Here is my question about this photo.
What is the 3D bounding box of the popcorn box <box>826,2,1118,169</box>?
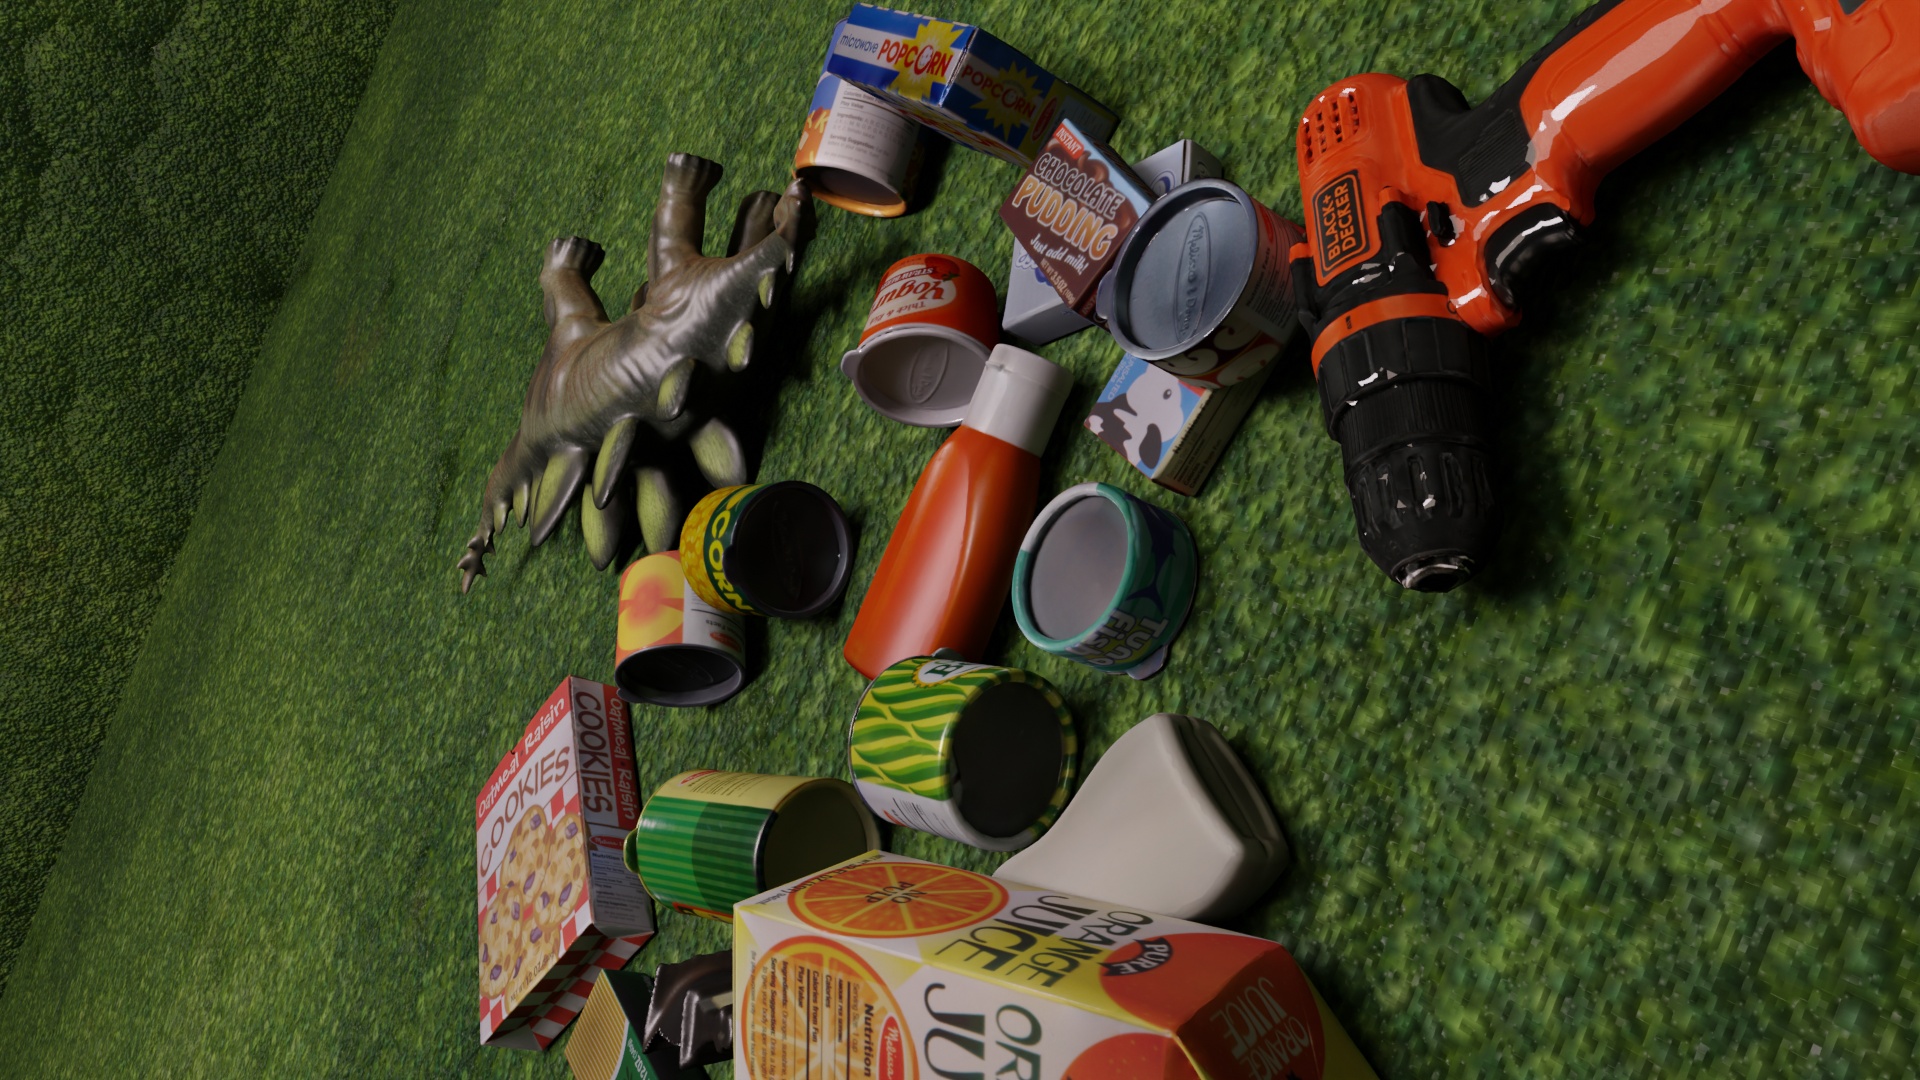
[{"bbox_3d":[0.002,-0.209,0.647,0.127,0.085,0.038,40,106,53],"label":"popcorn box"}]

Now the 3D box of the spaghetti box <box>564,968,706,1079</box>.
[{"bbox_3d":[-0.116,0.275,0.597,0.250,0.028,0.050,32,99,54],"label":"spaghetti box"}]

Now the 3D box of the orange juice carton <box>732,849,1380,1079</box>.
[{"bbox_3d":[0.028,0.149,0.400,0.192,0.072,0.073,4,95,35],"label":"orange juice carton"}]

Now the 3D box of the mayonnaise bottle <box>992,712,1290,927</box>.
[{"bbox_3d":[0.040,0.124,0.464,0.147,0.041,0.065,-49,48,26],"label":"mayonnaise bottle"}]

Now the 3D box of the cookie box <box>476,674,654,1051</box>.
[{"bbox_3d":[-0.228,0.178,0.783,0.122,0.040,0.168,-48,40,26],"label":"cookie box"}]

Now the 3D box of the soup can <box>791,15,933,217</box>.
[{"bbox_3d":[-0.047,-0.222,0.736,0.071,0.071,0.084,6,78,53],"label":"soup can"}]

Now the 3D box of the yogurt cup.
[{"bbox_3d":[-0.013,-0.091,0.625,0.072,0.072,0.054,-30,43,41],"label":"yogurt cup"}]

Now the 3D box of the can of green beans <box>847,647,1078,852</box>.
[{"bbox_3d":[0.001,0.078,0.516,0.058,0.071,0.071,0,73,52],"label":"can of green beans"}]

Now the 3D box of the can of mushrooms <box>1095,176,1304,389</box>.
[{"bbox_3d":[0.083,-0.088,0.480,0.071,0.033,0.071,-24,56,43],"label":"can of mushrooms"}]

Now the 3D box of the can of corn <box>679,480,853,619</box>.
[{"bbox_3d":[-0.098,0.005,0.678,0.058,0.071,0.071,-1,72,53],"label":"can of corn"}]

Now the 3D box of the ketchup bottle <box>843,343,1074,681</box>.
[{"bbox_3d":[0.002,-0.007,0.578,0.065,0.043,0.148,25,92,54],"label":"ketchup bottle"}]

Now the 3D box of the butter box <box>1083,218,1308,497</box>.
[{"bbox_3d":[0.092,-0.073,0.512,0.103,0.024,0.053,-59,37,13],"label":"butter box"}]

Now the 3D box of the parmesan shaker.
[{"bbox_3d":[-0.090,0.134,0.600,0.103,0.071,0.071,-8,66,50],"label":"parmesan shaker"}]

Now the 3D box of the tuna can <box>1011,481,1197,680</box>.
[{"bbox_3d":[0.052,0.016,0.510,0.071,0.033,0.071,-28,51,42],"label":"tuna can"}]

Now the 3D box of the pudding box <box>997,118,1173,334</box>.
[{"bbox_3d":[0.052,-0.123,0.541,0.049,0.030,0.084,-51,39,21],"label":"pudding box"}]

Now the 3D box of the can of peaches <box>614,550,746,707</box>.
[{"bbox_3d":[-0.147,0.047,0.721,0.071,0.071,0.058,-36,46,37],"label":"can of peaches"}]

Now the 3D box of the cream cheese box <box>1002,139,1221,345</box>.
[{"bbox_3d":[0.061,-0.122,0.577,0.103,0.024,0.053,-15,62,48],"label":"cream cheese box"}]
